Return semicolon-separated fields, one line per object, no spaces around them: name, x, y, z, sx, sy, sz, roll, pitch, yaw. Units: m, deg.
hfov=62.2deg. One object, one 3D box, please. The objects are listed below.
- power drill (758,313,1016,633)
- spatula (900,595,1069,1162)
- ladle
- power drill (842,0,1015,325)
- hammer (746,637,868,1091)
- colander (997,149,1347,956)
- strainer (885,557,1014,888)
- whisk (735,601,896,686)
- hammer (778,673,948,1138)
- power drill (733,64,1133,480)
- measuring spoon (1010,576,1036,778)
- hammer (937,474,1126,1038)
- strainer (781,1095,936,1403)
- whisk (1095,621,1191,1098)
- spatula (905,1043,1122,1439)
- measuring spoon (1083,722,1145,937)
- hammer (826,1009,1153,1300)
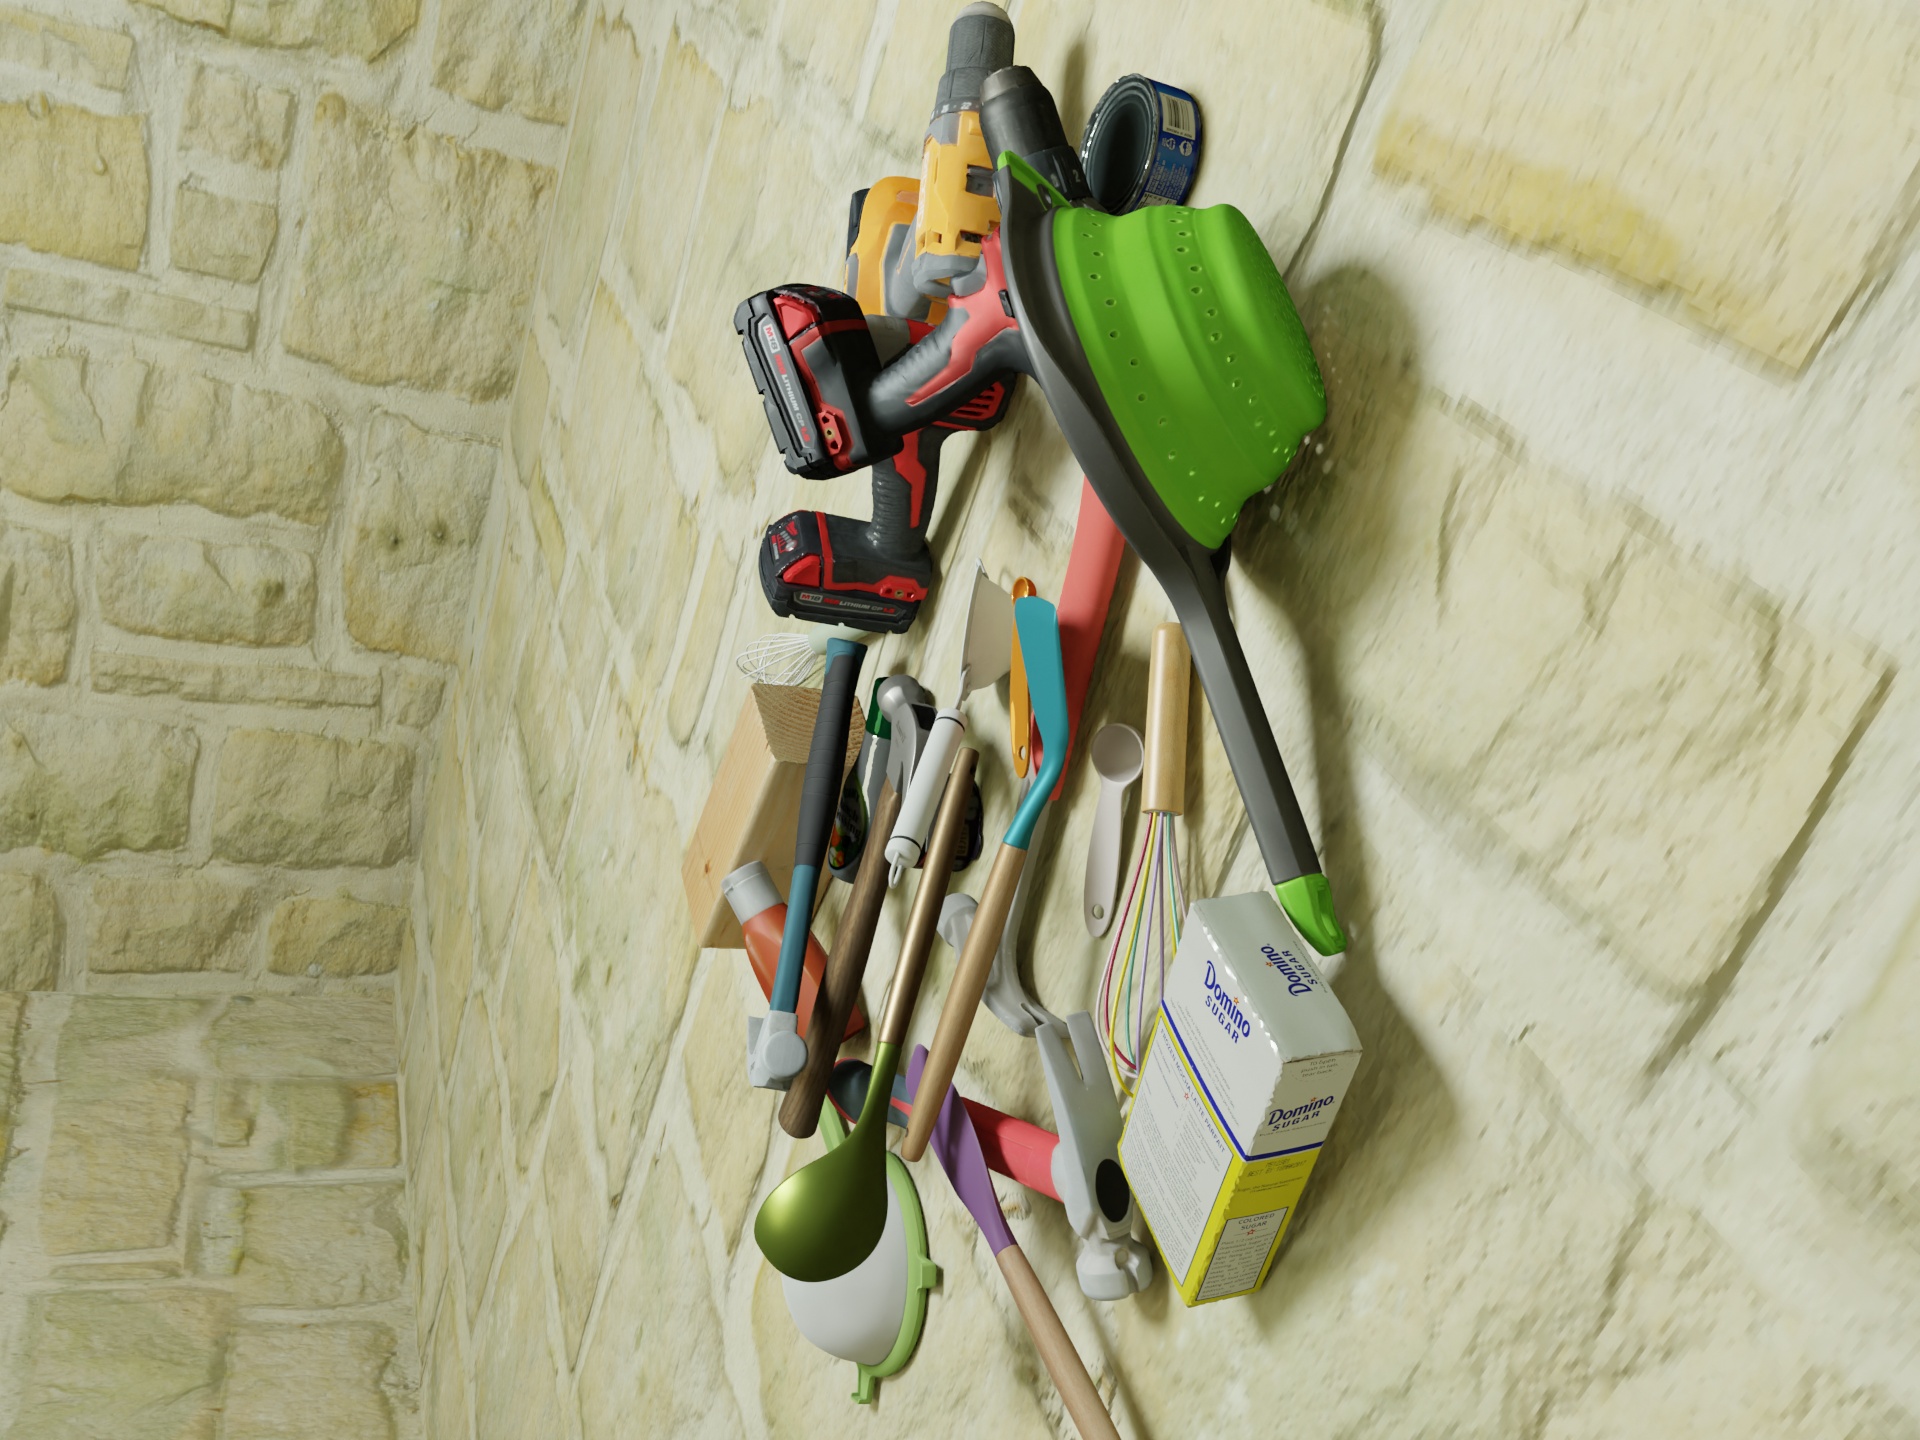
power drill;-0.062;-0.172;1.084;0.079;0.143;0.219;-106;31;-47
spatula;0.011;0.090;0.874;0.082;0.044;0.317;-154;81;-75
ladle;-0.043;0.162;0.922;0.062;0.078;0.320;-3;61;39
power drill;-0.017;-0.351;1.066;0.226;0.084;0.185;172;103;-73
hammer;-0.103;0.091;1.099;0.128;0.033;0.331;125;156;-65
colander;0.133;-0.094;0.724;0.094;0.204;0.397;-23;77;23
strainer;-0.002;-0.003;0.956;0.086;0.050;0.259;90;-164;-50
whisk;-0.115;-0.062;1.277;0.246;0.059;0.058;-20;50;56
hammer;-0.069;0.142;1.060;0.130;0.031;0.331;-117;41;-60
power drill;-0.015;-0.249;0.920;0.227;0.080;0.188;-15;99;27
measuring spoon;0.038;-0.025;0.918;0.021;0.011;0.117;-6;84;62
hammer;0.060;-0.003;0.917;0.149;0.036;0.359;40;121;59
strainer;-0.100;0.338;1.126;0.151;0.069;0.257;-66;32;31
whisk;0.100;0.068;0.809;0.051;0.047;0.245;150;127;-69
spatula;0.037;0.302;0.839;0.316;0.018;0.059;58;144;39
measuring spoon;0.085;0.061;0.879;0.034;0.018;0.124;17;107;36
hammer;-0.007;0.230;0.967;0.386;0.038;0.143;-8;95;65
